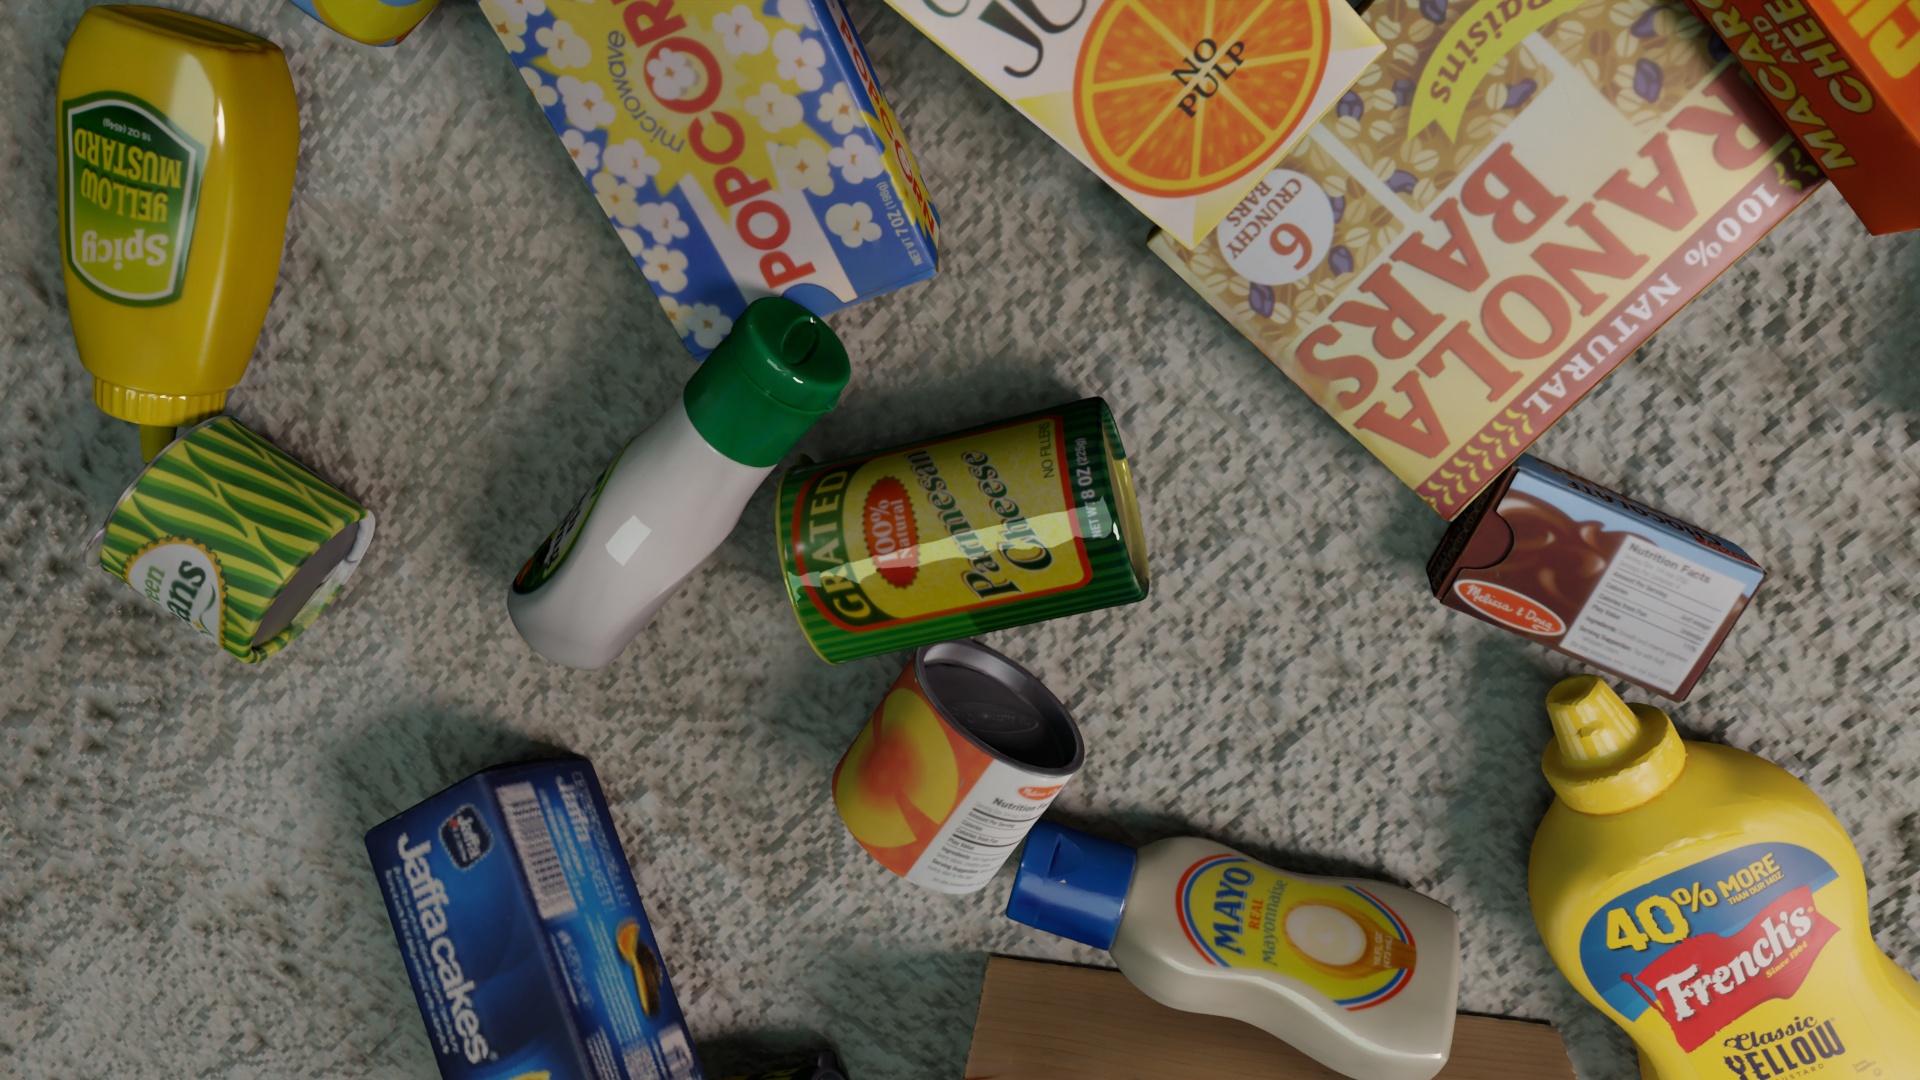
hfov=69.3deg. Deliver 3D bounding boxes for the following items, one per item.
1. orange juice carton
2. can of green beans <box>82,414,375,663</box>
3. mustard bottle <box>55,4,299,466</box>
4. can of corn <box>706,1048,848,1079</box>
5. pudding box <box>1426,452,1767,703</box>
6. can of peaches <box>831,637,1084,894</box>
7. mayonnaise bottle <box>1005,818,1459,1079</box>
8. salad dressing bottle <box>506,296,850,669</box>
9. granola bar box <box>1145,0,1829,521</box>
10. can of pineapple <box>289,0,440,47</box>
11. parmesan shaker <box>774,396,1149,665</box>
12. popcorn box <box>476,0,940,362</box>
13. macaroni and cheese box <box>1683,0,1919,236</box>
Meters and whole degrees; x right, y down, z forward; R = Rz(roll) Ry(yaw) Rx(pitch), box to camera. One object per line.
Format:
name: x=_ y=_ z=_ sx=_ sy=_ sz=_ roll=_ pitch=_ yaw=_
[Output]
orange juice carton: x=0.010 y=-0.158 z=0.332 sx=0.192 sy=0.072 sz=0.073 roll=27 pitch=115 yaw=-38
can of green beans: x=-0.247 y=0.000 z=0.478 sx=0.058 sy=0.071 sz=0.071 roll=36 pitch=110 yaw=-5
mustard bottle: x=-0.261 y=-0.089 z=0.459 sx=0.065 sy=0.049 sz=0.159 roll=17 pitch=110 yaw=5
can of corn: x=-0.075 y=0.236 z=0.532 sx=0.058 sy=0.071 sz=0.071 roll=-13 pitch=106 yaw=13
pudding box: x=0.195 y=0.009 z=0.431 sx=0.084 sy=0.030 sz=0.049 roll=23 pitch=112 yaw=1
can of peaches: x=-0.003 y=0.073 z=0.466 sx=0.071 sy=0.071 sz=0.058 roll=33 pitch=111 yaw=-3
mayonnaise bottle: x=0.091 y=0.134 z=0.473 sx=0.148 sy=0.065 sz=0.041 roll=16 pitch=141 yaw=6
salad dressing bottle: x=-0.091 y=-0.016 z=0.440 sx=0.044 sy=0.064 sz=0.147 roll=38 pitch=123 yaw=-14
granola bar box: x=0.154 y=-0.105 z=0.393 sx=0.124 sy=0.039 sz=0.165 roll=41 pitch=110 yaw=-6
can of pineapple: x=-0.173 y=-0.188 z=0.401 sx=0.057 sy=0.071 sz=0.071 roll=-37 pitch=100 yaw=18
parmesan shaker: x=0.002 y=-0.005 z=0.438 sx=0.103 sy=0.071 sz=0.071 roll=-13 pitch=106 yaw=13
popcorn box: x=-0.068 y=-0.124 z=0.402 sx=0.085 sy=0.038 sz=0.126 roll=-18 pitch=125 yaw=14
macaroni and cheese box: x=0.253 y=-0.174 z=0.329 sx=0.166 sy=0.040 sz=0.123 roll=-43 pitch=98 yaw=0
